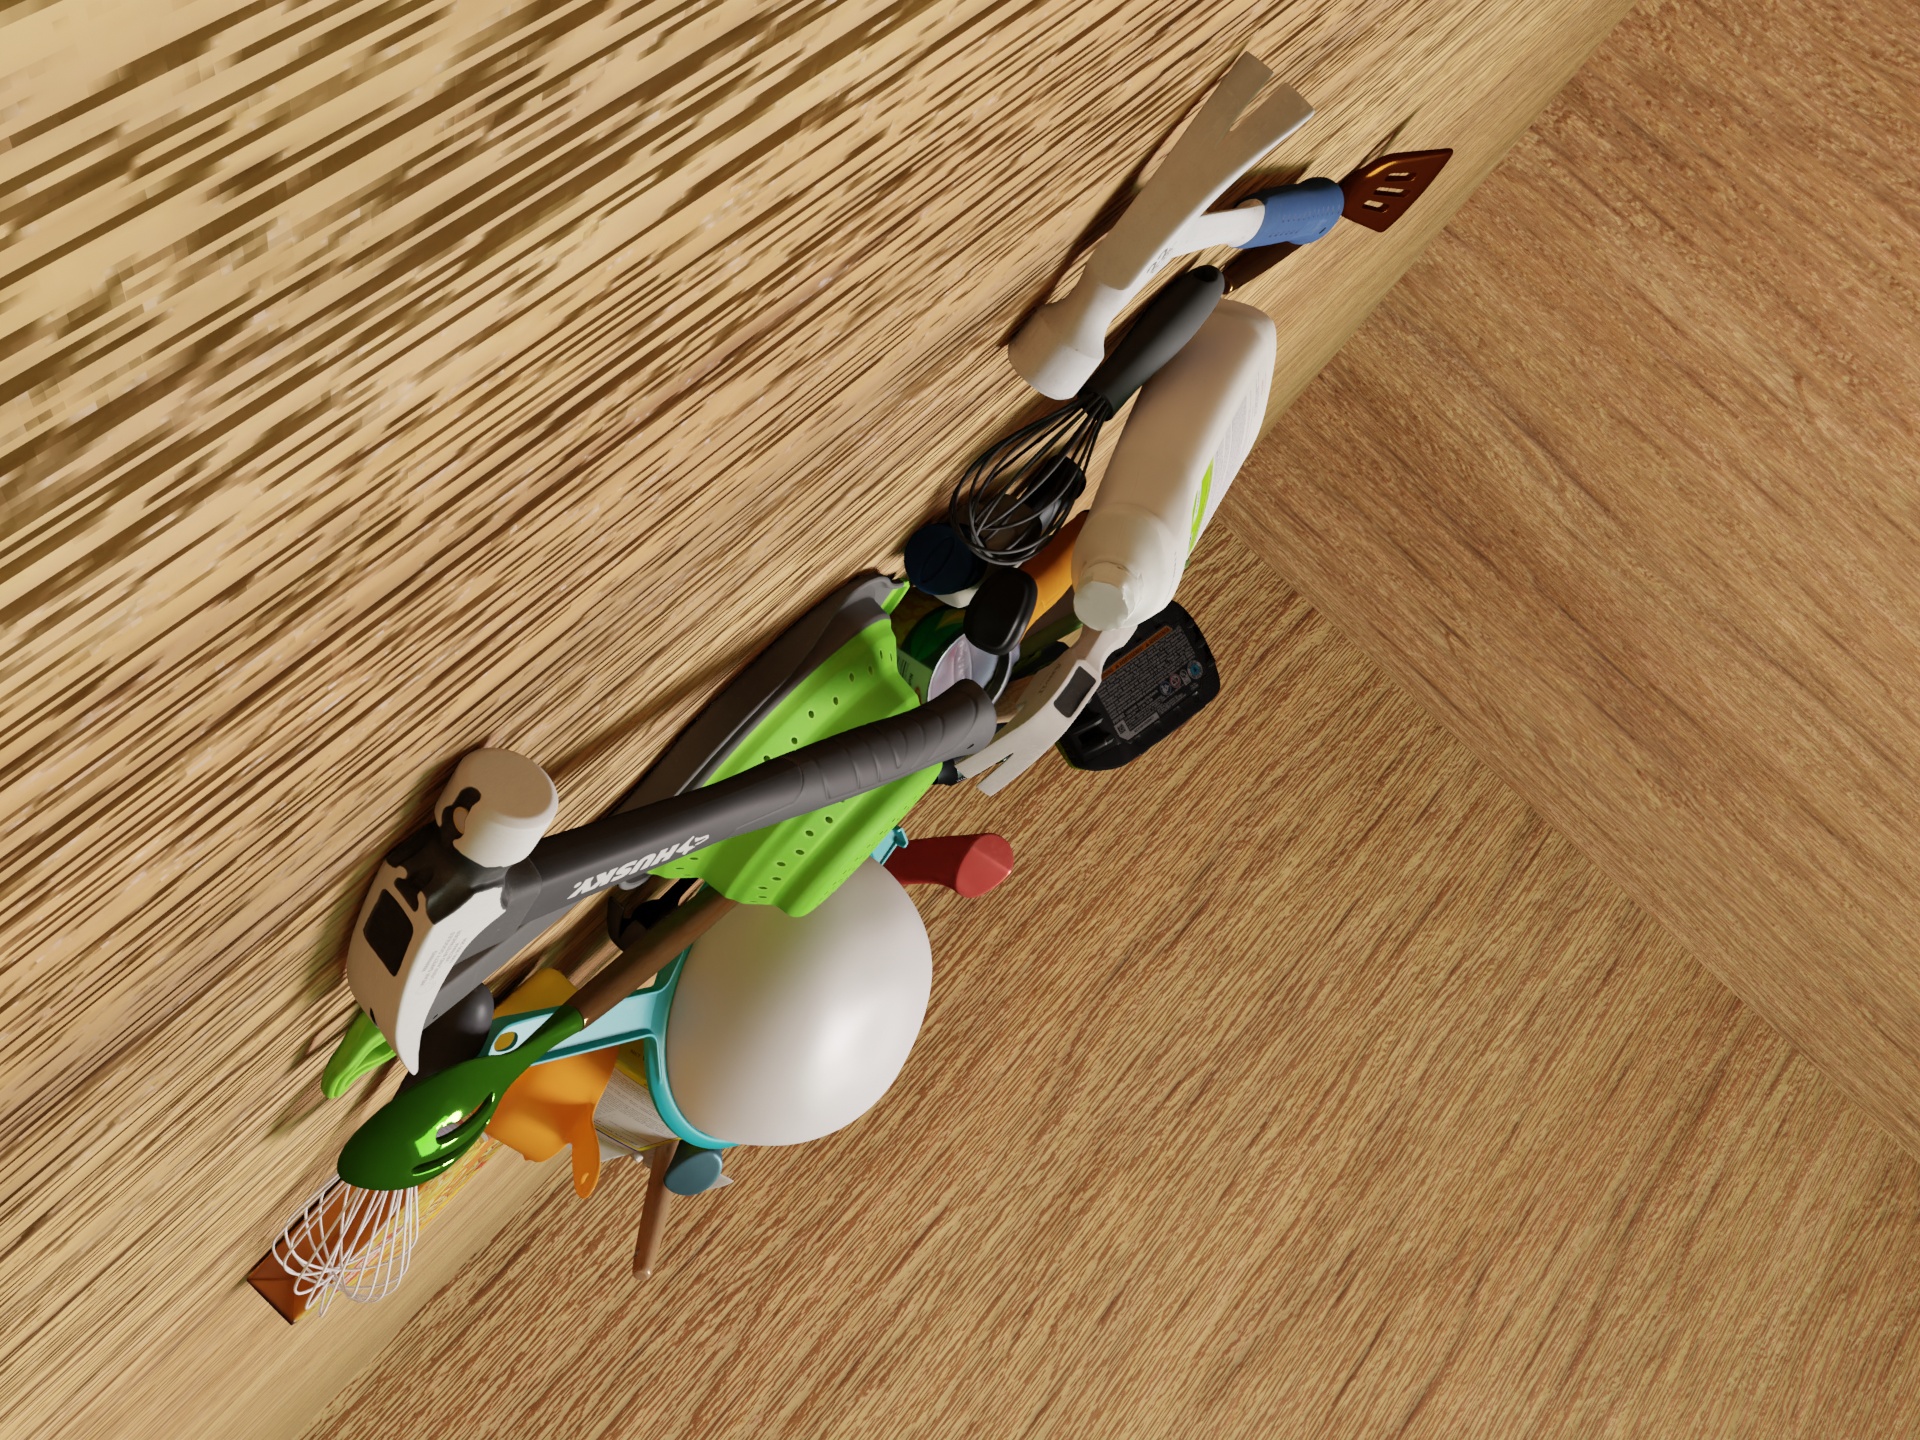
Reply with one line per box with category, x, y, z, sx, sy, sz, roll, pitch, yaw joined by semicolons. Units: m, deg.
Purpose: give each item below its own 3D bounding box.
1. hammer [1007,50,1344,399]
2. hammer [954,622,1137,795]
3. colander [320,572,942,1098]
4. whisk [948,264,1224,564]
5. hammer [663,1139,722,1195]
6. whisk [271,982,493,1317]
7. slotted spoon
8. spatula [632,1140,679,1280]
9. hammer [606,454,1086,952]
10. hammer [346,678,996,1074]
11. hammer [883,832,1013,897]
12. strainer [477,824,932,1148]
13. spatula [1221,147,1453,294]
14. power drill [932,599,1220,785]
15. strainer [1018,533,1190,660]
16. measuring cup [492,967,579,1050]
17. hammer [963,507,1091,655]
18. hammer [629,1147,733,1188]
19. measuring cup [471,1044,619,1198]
hammer;0.140;-0.246;0.774;0.144;0.035;0.405;-48;177;29
hammer;-0.002;-0.003;1.087;0.130;0.031;0.331;-55;-163;-19
colander;-0.115;0.067;0.738;0.204;0.094;0.397;-50;176;41
whisk;0.073;-0.164;0.820;0.239;0.055;0.055;-50;179;-26
hammer;-0.146;0.178;1.128;0.128;0.033;0.331;-34;-150;38
whisk;-0.280;0.212;0.780;0.284;0.070;0.070;-56;172;36
slotted spoon;-0.171;0.130;0.771;0.314;0.031;0.070;-40;160;-55
spatula;-0.204;0.251;1.115;0.082;0.044;0.318;-45;-157;26
hammer;-0.069;-0.009;0.977;0.409;0.036;0.149;-47;176;-3
hammer;-0.089;0.036;0.629;0.334;0.035;0.146;-20;154;-54
hammer;-0.057;0.104;1.240;0.359;0.036;0.149;-14;-134;61
strainer;-0.114;0.168;0.888;0.340;0.095;0.211;0;105;-59
spatula;0.249;-0.334;1.077;0.323;0.041;0.081;-42;175;-45
power drill;0.065;-0.009;1.147;0.171;0.080;0.223;-35;-169;-29
strainer;0.088;-0.110;1.178;0.151;0.069;0.256;-33;-175;-22
measuring cup;-0.264;0.178;0.885;0.156;0.029;0.062;-34;-172;41
hammer;0.065;-0.099;0.933;0.127;0.034;0.337;-64;172;27
hammer;-0.120;0.154;1.201;0.146;0.038;0.411;-11;-132;61
measuring cup;-0.234;0.215;0.892;0.095;0.052;0.174;-54;-159;-2
